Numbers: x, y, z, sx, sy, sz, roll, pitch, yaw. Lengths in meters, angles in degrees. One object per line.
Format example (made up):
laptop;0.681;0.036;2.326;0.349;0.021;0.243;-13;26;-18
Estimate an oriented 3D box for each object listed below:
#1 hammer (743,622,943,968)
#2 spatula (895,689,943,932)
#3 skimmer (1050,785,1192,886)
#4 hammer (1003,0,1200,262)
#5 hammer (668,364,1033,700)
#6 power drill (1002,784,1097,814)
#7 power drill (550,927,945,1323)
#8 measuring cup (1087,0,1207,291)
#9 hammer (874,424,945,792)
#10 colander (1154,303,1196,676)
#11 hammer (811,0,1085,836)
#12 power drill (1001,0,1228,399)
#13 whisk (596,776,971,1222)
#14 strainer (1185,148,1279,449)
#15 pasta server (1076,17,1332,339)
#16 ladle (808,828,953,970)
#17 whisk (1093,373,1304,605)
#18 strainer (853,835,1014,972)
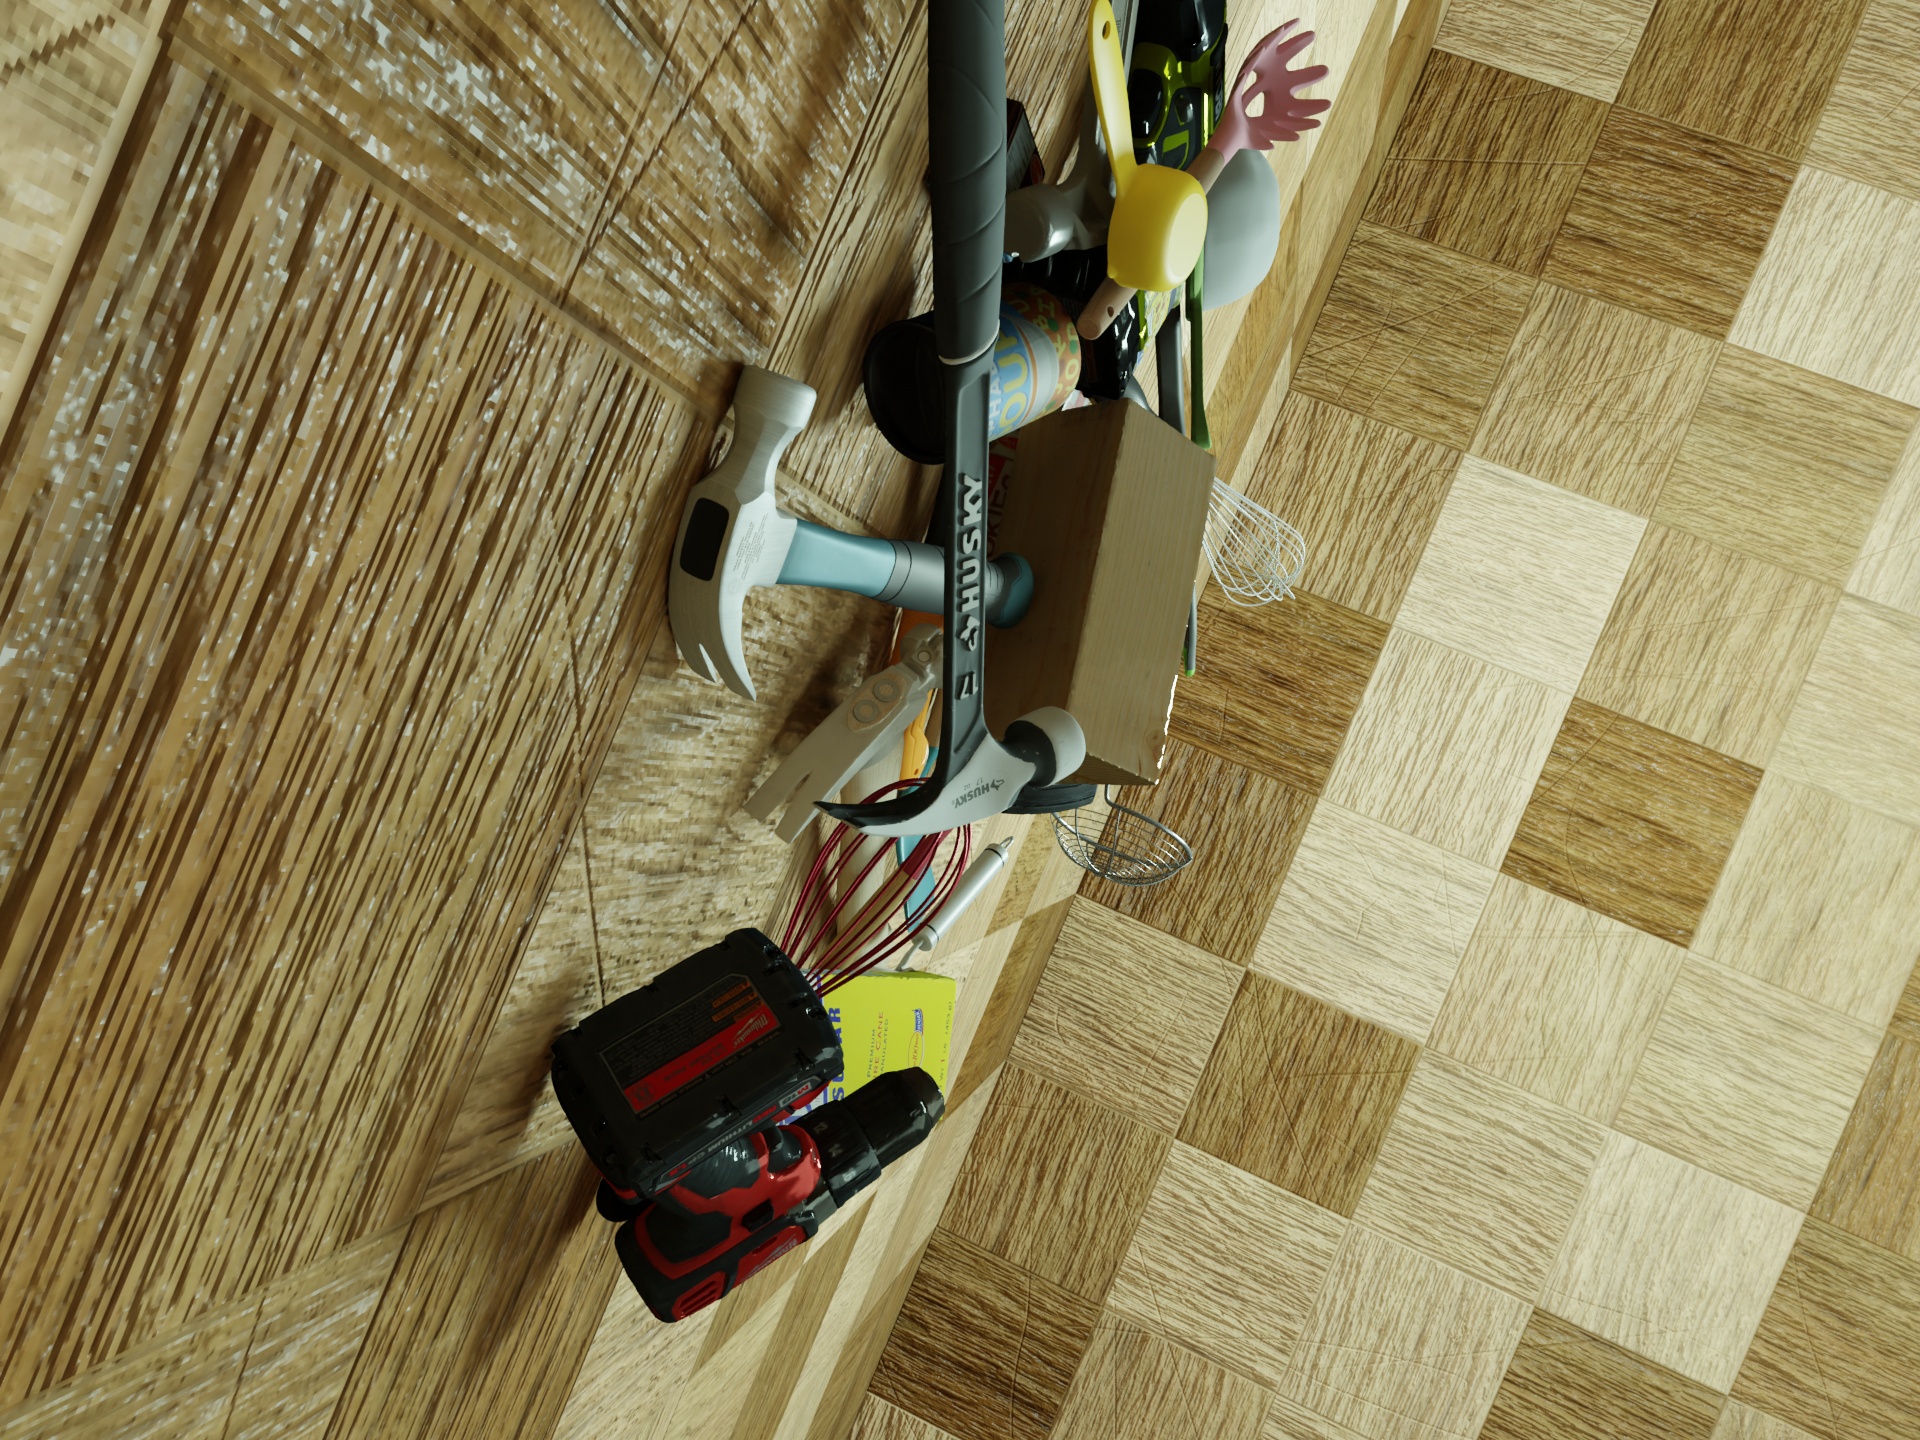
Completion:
hammer;-0.069;0.096;1.009;0.146;0.038;0.410;-47;164;-25
spatula;-0.002;-0.004;1.138;0.082;0.044;0.317;-47;156;-70
skimmer;0.128;-0.024;1.261;0.090;0.127;0.363;-35;132;-50
hammer;0.081;-0.378;0.657;0.149;0.037;0.358;-38;144;-44
hammer;-0.034;-0.072;0.749;0.331;0.033;0.128;0;114;-68
power drill;0.072;-0.041;1.178;0.143;0.078;0.219;-120;-146;-44
power drill;-0.094;0.197;0.783;0.188;0.080;0.226;-29;147;-19
measuring cup;0.082;-0.250;0.699;0.062;0.029;0.156;-60;155;-17
hammer;-0.021;-0.070;0.922;0.127;0.034;0.336;-50;162;-40
colander;0.127;-0.218;1.234;0.205;0.094;0.396;-84;169;-54
hammer;-0.001;-0.135;0.646;0.149;0.036;0.408;-25;126;-40
power drill;0.089;-0.309;0.882;0.171;0.080;0.223;66;45;-69
whisk;-0.095;0.150;0.844;0.296;0.073;0.073;-51;169;0
strainer;0.198;-0.319;1.157;0.151;0.069;0.256;59;32;-75
pasta server;0.131;-0.288;0.844;0.060;0.040;0.316;59;44;-28
ladle;-0.050;0.114;0.989;0.315;0.031;0.069;-51;162;3
whisk;0.166;-0.170;1.124;0.284;0.070;0.070;40;69;-40
strainer;-0.032;0.156;1.112;0.087;0.050;0.258;-34;-172;48
